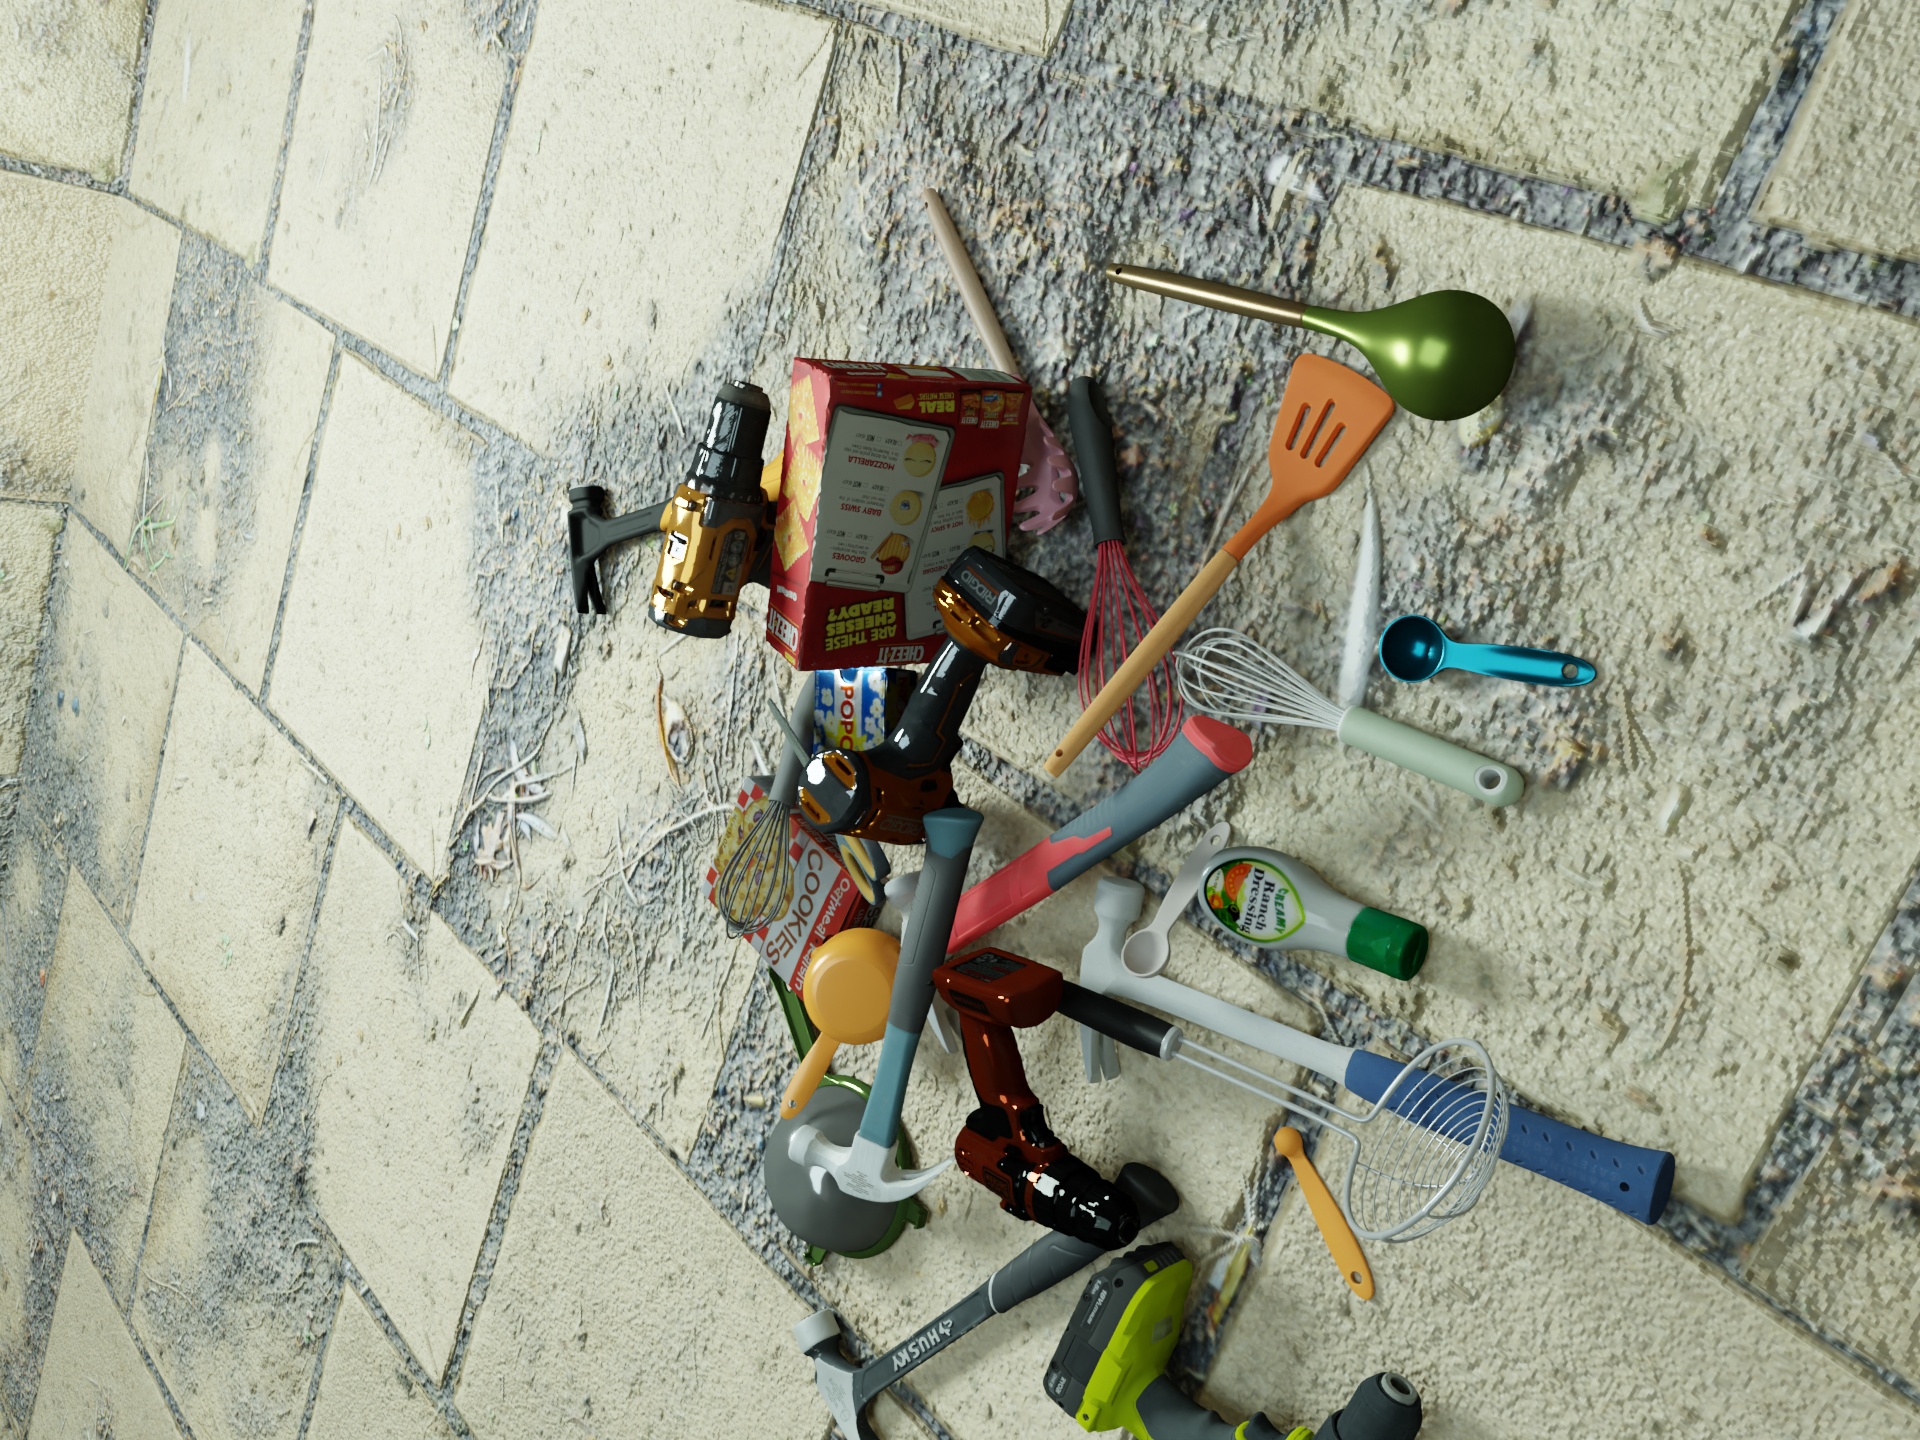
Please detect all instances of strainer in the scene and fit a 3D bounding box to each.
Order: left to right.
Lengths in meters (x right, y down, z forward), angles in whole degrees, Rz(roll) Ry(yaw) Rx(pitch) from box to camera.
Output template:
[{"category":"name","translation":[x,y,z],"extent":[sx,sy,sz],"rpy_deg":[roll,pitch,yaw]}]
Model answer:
[{"category":"strainer","translation":[-0.130,0.323,1.317],"extent":[0.151,0.069,0.256],"rpy_deg":[-32,70,37]}]

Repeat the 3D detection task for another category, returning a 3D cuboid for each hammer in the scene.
[{"category":"hammer","translation":[-0.250,-0.185,1.450],"extent":[0.337,0.034,0.127],"rpy_deg":[-9,83,42]},{"category":"hammer","translation":[-0.040,0.215,1.187],"extent":[0.128,0.033,0.331],"rpy_deg":[21,110,20]},{"category":"hammer","translation":[0.019,0.447,1.206],"extent":[0.409,0.036,0.149],"rpy_deg":[-45,63,32]},{"category":"hammer","translation":[0.072,0.113,1.111],"extent":[0.386,0.038,0.143],"rpy_deg":[-39,65,47]},{"category":"hammer","translation":[0.238,0.222,1.008],"extent":[0.406,0.035,0.144],"rpy_deg":[16,100,41]}]

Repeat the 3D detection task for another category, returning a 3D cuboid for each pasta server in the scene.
[{"category":"pasta server","translation":[0.023,-0.279,1.202],"extent":[0.060,0.040,0.316],"rpy_deg":[-49,57,52]}]

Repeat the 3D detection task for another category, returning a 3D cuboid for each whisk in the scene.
[{"category":"whisk","translation":[-0.149,0.066,1.306],"extent":[0.055,0.055,0.239],"rpy_deg":[0,66,42]},{"category":"whisk","translation":[0.107,-0.105,1.113],"extent":[0.073,0.073,0.296],"rpy_deg":[-19,72,40]},{"category":"whisk","translation":[0.238,-0.001,1.004],"extent":[0.246,0.059,0.058],"rpy_deg":[26,90,34]}]

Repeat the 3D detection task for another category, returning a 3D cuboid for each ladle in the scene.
[{"category":"ladle","translation":[0.214,-0.263,1.035],"extent":[0.320,0.062,0.078],"rpy_deg":[30,102,45]}]

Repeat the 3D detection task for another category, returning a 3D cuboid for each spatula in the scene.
[{"category":"spatula","translation":[0.157,-0.093,1.038],"extent":[0.322,0.041,0.081],"rpy_deg":[-51,56,2]}]

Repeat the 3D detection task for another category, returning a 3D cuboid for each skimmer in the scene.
[{"category":"skimmer","translation":[0.168,0.209,0.987],"extent":[0.363,0.090,0.127],"rpy_deg":[16,68,43]}]

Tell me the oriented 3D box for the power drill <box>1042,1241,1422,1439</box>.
[{"category":"power drill","translation":[0.178,0.450,1.036],"extent":[0.229,0.080,0.190],"rpy_deg":[33,112,34]}]

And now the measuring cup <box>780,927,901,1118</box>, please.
[{"category":"measuring cup","translation":[-0.101,0.248,1.259],"extent":[0.095,0.052,0.173],"rpy_deg":[30,94,3]}]

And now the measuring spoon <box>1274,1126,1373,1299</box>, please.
[{"category":"measuring spoon","translation":[0.234,0.318,1.027],"extent":[0.021,0.011,0.117],"rpy_deg":[-41,64,34]}]

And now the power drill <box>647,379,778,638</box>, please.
[{"category":"power drill","translation":[-0.123,-0.152,1.205],"extent":[0.084,0.226,0.185],"rpy_deg":[27,107,39]}]

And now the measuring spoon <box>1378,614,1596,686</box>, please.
[{"category":"measuring spoon","translation":[0.317,-0.037,0.955],"extent":[0.129,0.021,0.042],"rpy_deg":[11,98,32]}]

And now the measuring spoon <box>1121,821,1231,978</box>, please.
[{"category":"measuring spoon","translation":[0.150,0.122,1.068],"extent":[0.034,0.018,0.124],"rpy_deg":[20,69,42]}]

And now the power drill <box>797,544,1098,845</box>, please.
[{"category":"power drill","translation":[-0.002,-0.004,1.162],"extent":[0.084,0.164,0.226],"rpy_deg":[45,106,33]}]
